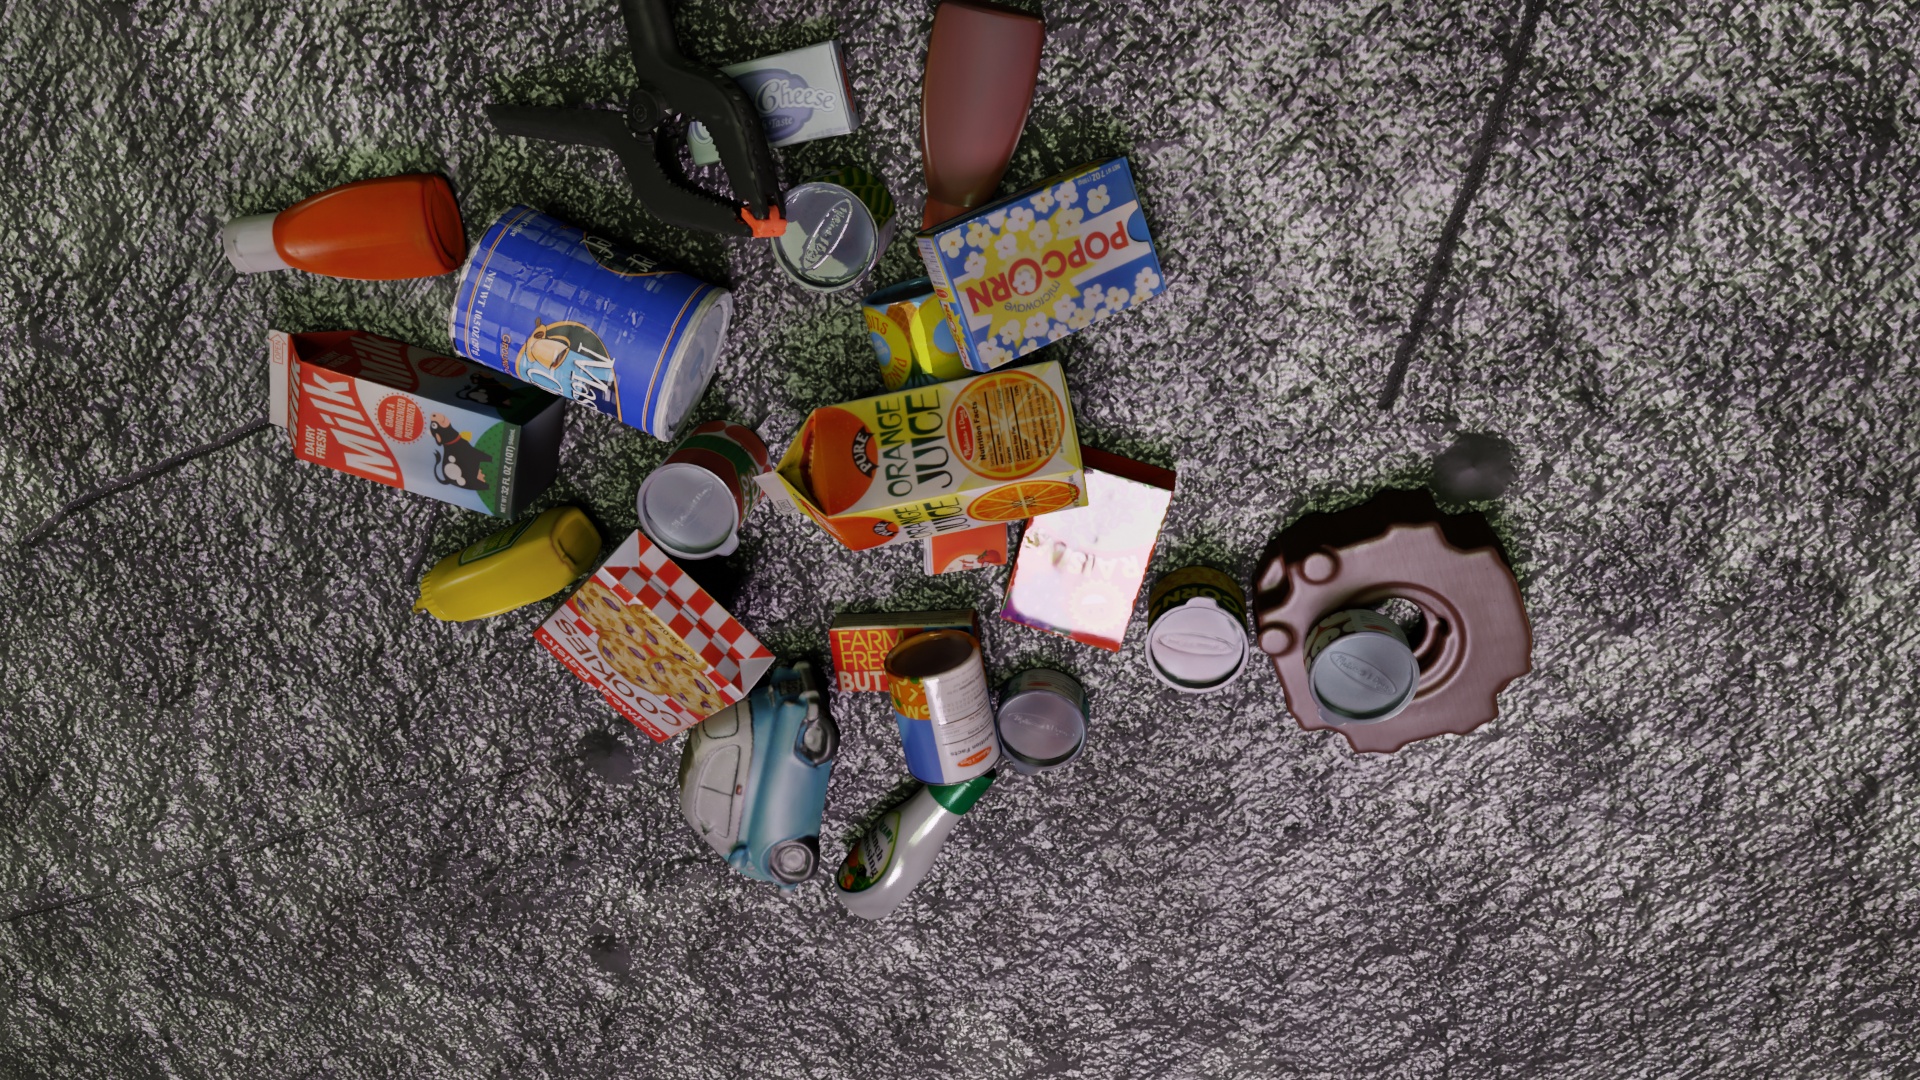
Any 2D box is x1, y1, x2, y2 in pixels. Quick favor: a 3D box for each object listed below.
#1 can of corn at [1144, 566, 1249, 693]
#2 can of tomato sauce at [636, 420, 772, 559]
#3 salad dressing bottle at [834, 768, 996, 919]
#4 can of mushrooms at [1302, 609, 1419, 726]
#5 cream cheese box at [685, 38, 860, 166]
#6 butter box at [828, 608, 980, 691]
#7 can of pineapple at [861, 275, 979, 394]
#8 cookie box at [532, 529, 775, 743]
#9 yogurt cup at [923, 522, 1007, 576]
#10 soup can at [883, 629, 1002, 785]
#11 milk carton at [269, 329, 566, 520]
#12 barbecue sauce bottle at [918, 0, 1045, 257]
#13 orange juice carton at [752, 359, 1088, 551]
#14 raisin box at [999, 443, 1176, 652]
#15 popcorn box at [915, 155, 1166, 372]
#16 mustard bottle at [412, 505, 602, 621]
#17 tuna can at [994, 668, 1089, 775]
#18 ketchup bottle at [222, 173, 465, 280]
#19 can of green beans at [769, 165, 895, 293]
[{"bbox_3d":[0.156,0.055,0.911,0.071,0.058,0.071,4,115,8],"label":"can of corn"},{"bbox_3d":[-0.163,-0.034,0.908,0.071,0.083,0.071,3,115,8],"label":"can of tomato sauce"},{"bbox_3d":[-0.032,0.212,1.014,0.044,0.064,0.147,32,108,-26],"label":"salad dressing bottle"},{"bbox_3d":[0.245,0.079,0.859,0.071,0.033,0.070,2,116,5],"label":"can of mushrooms"},{"bbox_3d":[-0.116,-0.261,0.830,0.104,0.024,0.053,-9,111,13],"label":"cream cheese box"},{"bbox_3d":[-0.038,0.077,0.971,0.103,0.024,0.053,-3,113,10],"label":"butter box"},{"bbox_3d":[-0.024,-0.127,0.852,0.071,0.071,0.057,-11,111,14],"label":"can of pineapple"},{"bbox_3d":[-0.213,0.071,0.944,0.123,0.040,0.167,44,145,-11],"label":"cookie box"},{"bbox_3d":[0.003,-0.011,0.904,0.054,0.073,0.072,-1,114,1],"label":"yogurt cup"},{"bbox_3d":[-0.013,0.110,0.933,0.071,0.072,0.083,-6,114,12],"label":"soup can"},{"bbox_3d":[-0.370,-0.083,0.924,0.191,0.074,0.072,16,116,2],"label":"milk carton"},{"bbox_3d":[0.005,-0.236,0.812,0.065,0.044,0.147,12,116,1],"label":"barbecue sauce bottle"},{"bbox_3d":[-0.024,-0.045,0.840,0.193,0.071,0.073,-11,73,5],"label":"orange juice carton"},{"bbox_3d":[0.082,0.003,0.911,0.086,0.040,0.122,16,114,1],"label":"raisin box"},{"bbox_3d":[0.047,-0.162,0.811,0.127,0.038,0.085,-26,110,-12],"label":"popcorn box"},{"bbox_3d":[-0.329,0.024,0.973,0.160,0.065,0.048,-20,114,21],"label":"mustard bottle"},{"bbox_3d":[0.057,0.127,0.974,0.071,0.033,0.070,3,115,8],"label":"tuna can"},{"bbox_3d":[-0.398,-0.197,0.893,0.149,0.044,0.064,-3,113,11],"label":"ketchup bottle"},{"bbox_3d":[-0.076,-0.189,0.838,0.071,0.058,0.071,3,115,8],"label":"can of green beans"}]
